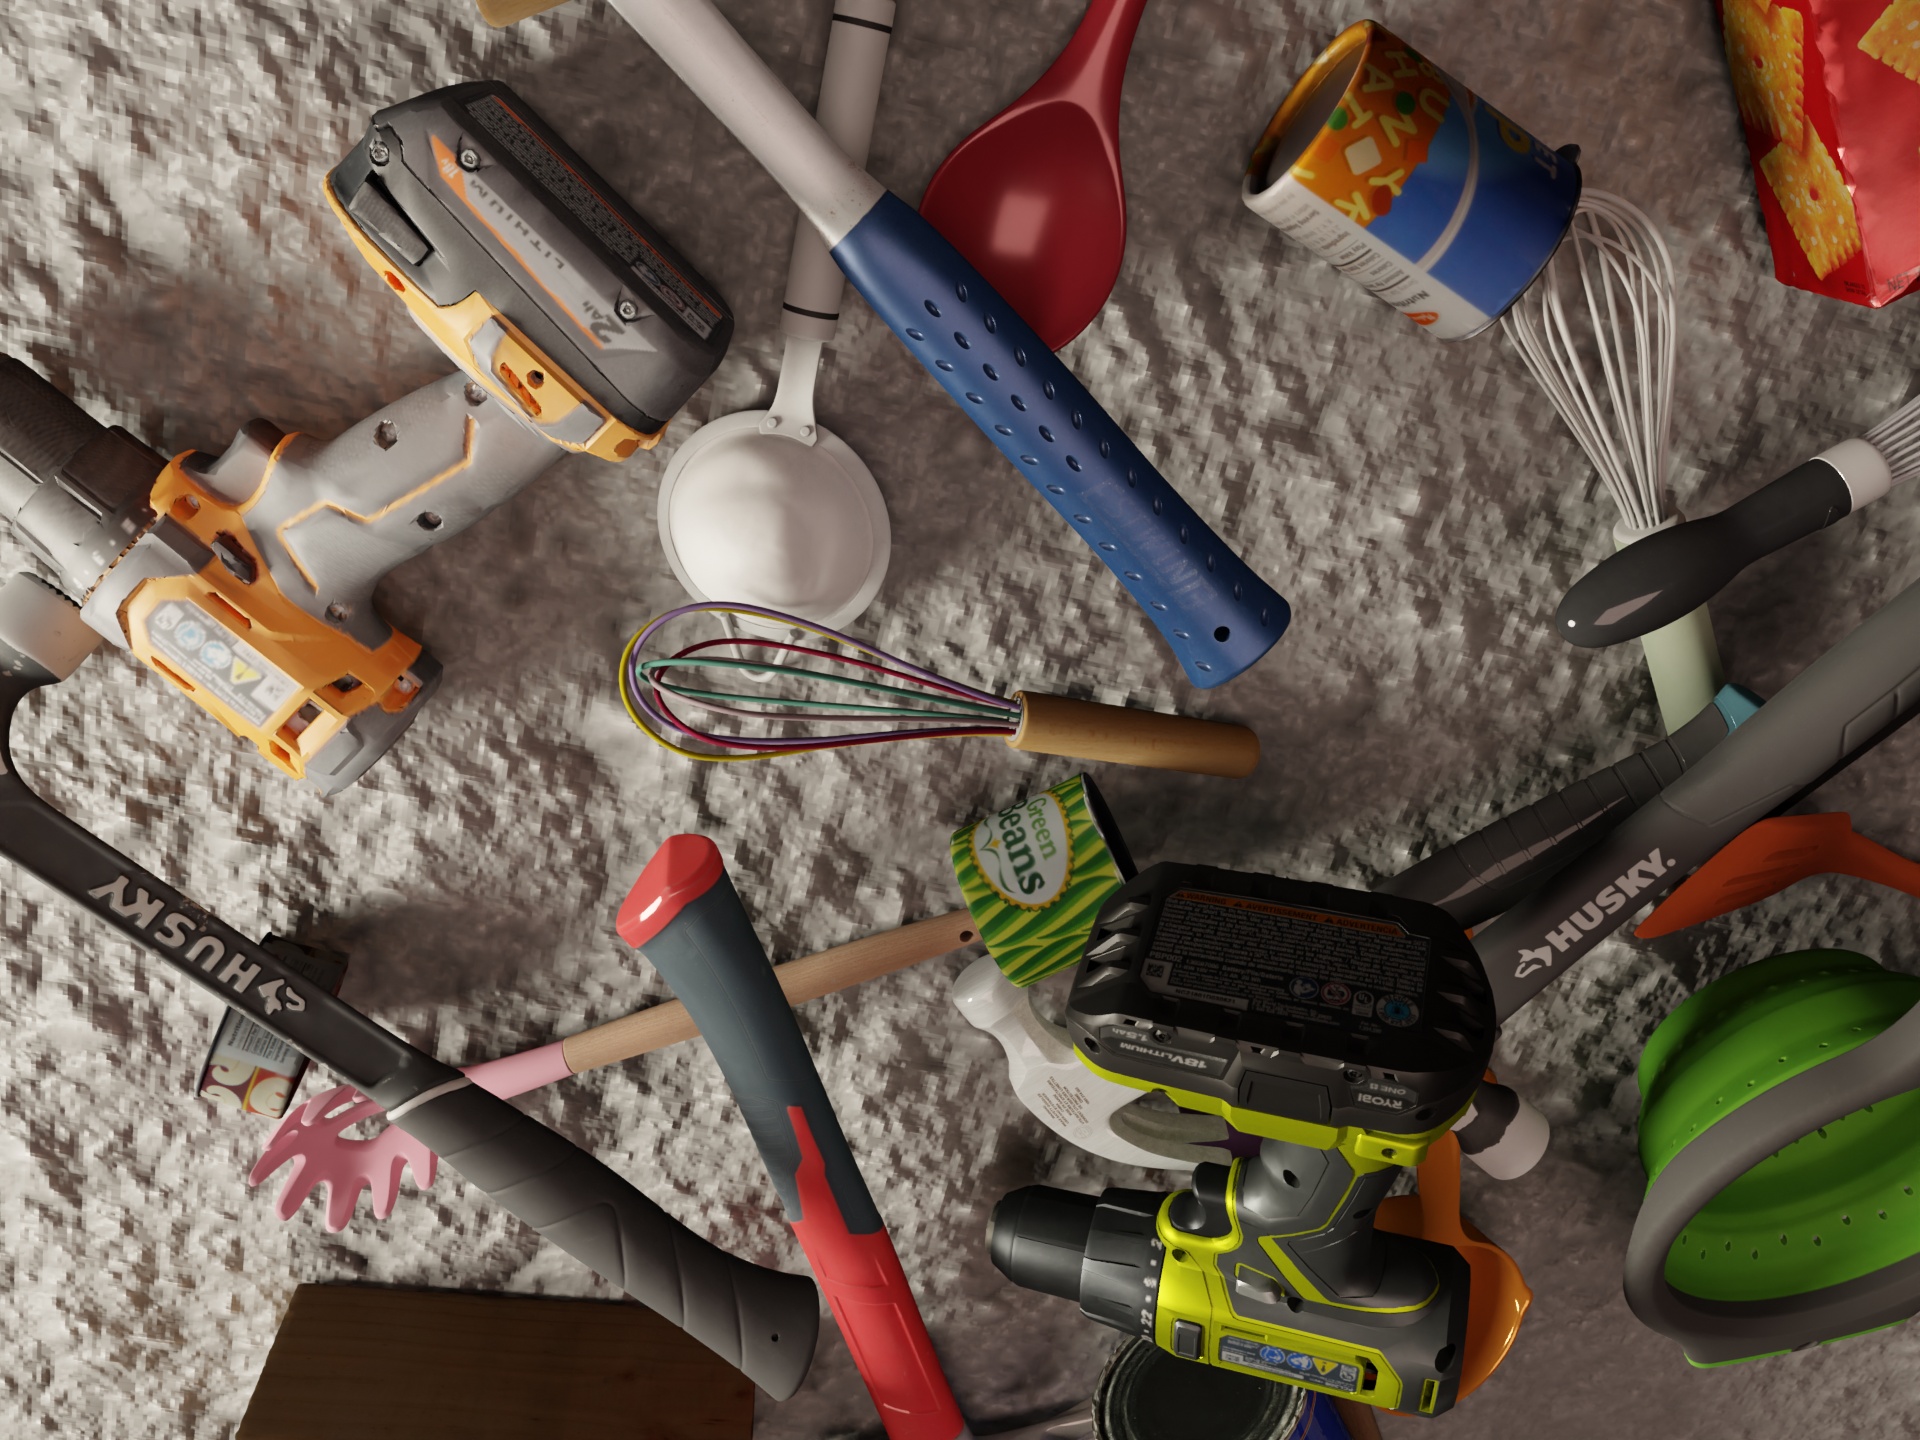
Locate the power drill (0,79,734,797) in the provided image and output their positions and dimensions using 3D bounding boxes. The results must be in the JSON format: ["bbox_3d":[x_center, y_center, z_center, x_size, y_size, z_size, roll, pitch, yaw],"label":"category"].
[{"bbox_3d":[-0.209,-0.102,0.513,0.226,0.084,0.185,-41,109,19],"label":"power drill"}]

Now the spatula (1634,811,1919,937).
[{"bbox_3d":[0.433,0.083,0.658,0.322,0.041,0.081,13,137,-11],"label":"spatula"}]

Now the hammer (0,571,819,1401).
[{"bbox_3d":[-0.213,0.131,0.579,0.408,0.036,0.149,40,71,-15],"label":"hammer"}]

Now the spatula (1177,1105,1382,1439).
[{"bbox_3d":[0.170,0.280,0.745,0.060,0.018,0.315,-19,114,6],"label":"spatula"}]

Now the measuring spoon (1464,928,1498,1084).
[{"bbox_3d":[0.214,0.120,0.677,0.021,0.011,0.116,-16,115,3],"label":"measuring spoon"}]

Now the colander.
[{"bbox_3d":[0.342,0.100,0.591,0.204,0.095,0.396,-10,133,-5],"label":"colander"}]

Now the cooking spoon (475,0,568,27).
[{"bbox_3d":[0.001,-0.269,0.465,0.319,0.017,0.068,-18,105,10],"label":"cooking spoon"}]

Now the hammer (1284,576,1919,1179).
[{"bbox_3d":[0.265,0.021,0.556,0.146,0.035,0.334,40,110,-13],"label":"hammer"}]

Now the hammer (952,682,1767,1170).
[{"bbox_3d":[0.167,0.079,0.624,0.331,0.033,0.128,-30,109,16],"label":"hammer"}]

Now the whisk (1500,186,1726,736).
[{"bbox_3d":[0.246,-0.078,0.573,0.058,0.059,0.246,-3,126,39],"label":"whisk"}]

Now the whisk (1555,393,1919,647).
[{"bbox_3d":[0.328,-0.098,0.535,0.284,0.070,0.070,-29,114,1],"label":"whisk"}]

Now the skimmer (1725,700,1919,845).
[{"bbox_3d":[0.442,-0.052,0.569,0.363,0.090,0.127,-42,142,17],"label":"skimmer"}]

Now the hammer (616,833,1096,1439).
[{"bbox_3d":[-0.038,0.204,0.667,0.143,0.038,0.386,-16,120,2],"label":"hammer"}]

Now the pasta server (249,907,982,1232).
[{"bbox_3d":[-0.134,0.134,0.647,0.316,0.040,0.060,-19,121,4],"label":"pasta server"}]

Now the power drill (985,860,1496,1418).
[{"bbox_3d":[0.098,0.164,0.592,0.190,0.080,0.228,8,131,16],"label":"power drill"}]

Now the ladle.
[{"bbox_3d":[0.064,-0.260,0.484,0.069,0.031,0.315,21,110,-8],"label":"ladle"}]

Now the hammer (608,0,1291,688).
[{"bbox_3d":[-0.034,-0.164,0.481,0.144,0.035,0.405,-42,109,11],"label":"hammer"}]

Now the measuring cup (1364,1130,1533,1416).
[{"bbox_3d":[0.195,0.217,0.695,0.095,0.052,0.173,-13,109,-17],"label":"measuring cup"}]

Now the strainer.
[{"bbox_3d":[-0.054,-0.126,0.533,0.087,0.050,0.258,15,110,5],"label":"strainer"}]

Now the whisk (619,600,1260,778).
[{"bbox_3d":[-0.001,0.000,0.575,0.245,0.047,0.051,8,153,-21],"label":"whisk"}]
